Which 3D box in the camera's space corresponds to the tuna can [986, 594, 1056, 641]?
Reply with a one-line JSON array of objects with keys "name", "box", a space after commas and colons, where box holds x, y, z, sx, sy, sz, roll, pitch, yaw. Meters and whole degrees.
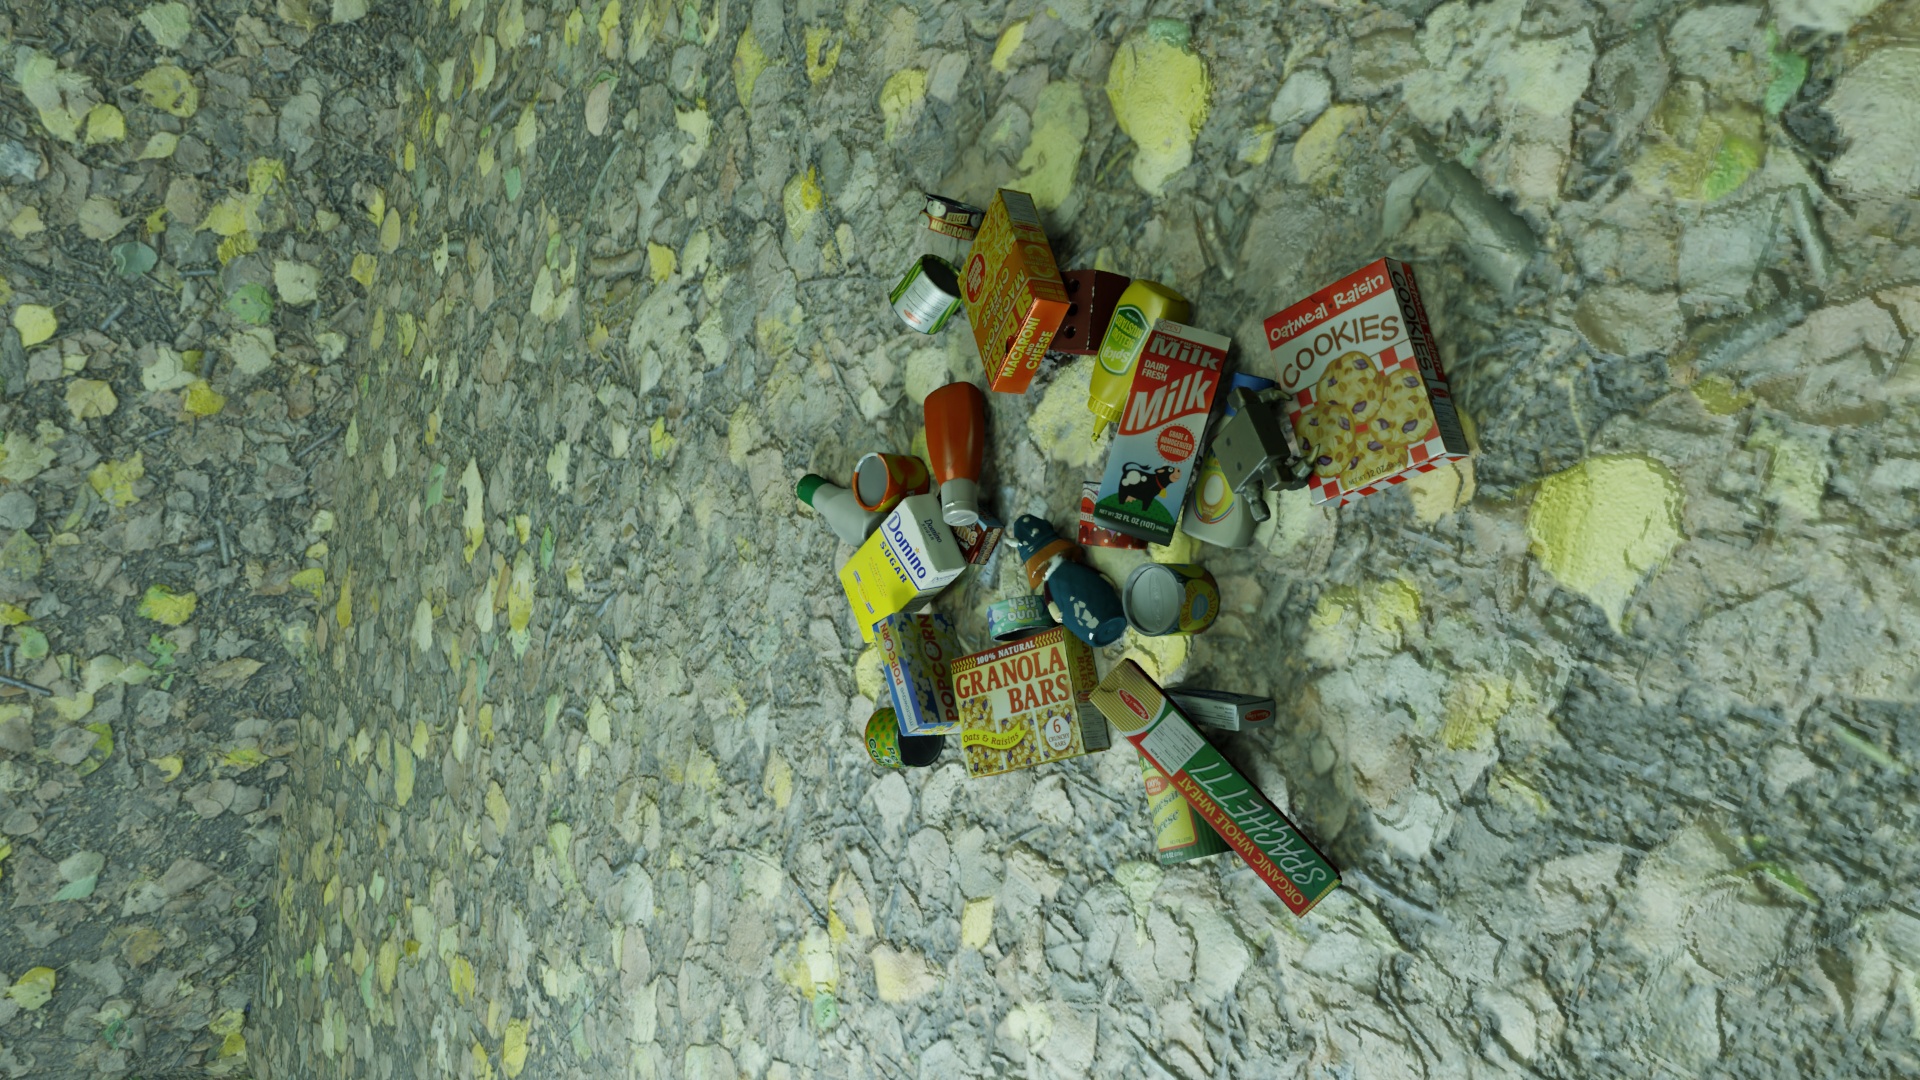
[{"name": "tuna can", "box": [0.060, 0.076, 1.365, 0.071, 0.071, 0.033, -23, 71, 44]}]

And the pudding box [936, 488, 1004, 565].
[{"name": "pudding box", "box": [0.005, -0.018, 1.458, 0.084, 0.030, 0.049, 47, 120, 37]}]

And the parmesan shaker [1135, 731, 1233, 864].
[{"name": "parmesan shaker", "box": [0.198, 0.224, 1.210, 0.071, 0.071, 0.103, -27, 69, 43]}]

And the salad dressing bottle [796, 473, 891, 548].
[{"name": "salad dressing bottle", "box": [-0.136, -0.038, 1.602, 0.148, 0.044, 0.064, 30, 115, 45]}]

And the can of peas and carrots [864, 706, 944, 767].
[{"name": "can of peas and carrots", "box": [-0.061, 0.212, 1.487, 0.058, 0.071, 0.071, -11, 80, 47]}]

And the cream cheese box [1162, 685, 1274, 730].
[{"name": "cream cheese box", "box": [0.215, 0.145, 1.207, 0.103, 0.053, 0.024, 3, 92, 47]}]

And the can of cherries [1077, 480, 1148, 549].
[{"name": "can of cherries", "box": [0.141, -0.023, 1.283, 0.071, 0.071, 0.058, 10, 96, 47]}]

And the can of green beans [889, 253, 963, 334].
[{"name": "can of green beans", "box": [-0.033, -0.264, 1.488, 0.057, 0.071, 0.071, -46, 57, 35]}]

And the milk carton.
[{"name": "milk carton", "box": [0.176, -0.097, 1.214, 0.072, 0.073, 0.190, 17, 85, 9]}]

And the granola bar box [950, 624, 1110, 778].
[{"name": "granola bar box", "box": [0.065, 0.162, 1.377, 0.165, 0.039, 0.124, -22, 71, 44]}]

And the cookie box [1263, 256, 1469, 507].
[{"name": "cookie box", "box": [0.322, -0.126, 1.118, 0.122, 0.040, 0.168, -26, 69, 44]}]

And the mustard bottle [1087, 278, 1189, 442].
[{"name": "mustard bottle", "box": [0.156, -0.161, 1.292, 0.065, 0.049, 0.159, 42, 117, 41]}]

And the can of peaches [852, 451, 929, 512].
[{"name": "can of peaches", "box": [-0.076, -0.062, 1.528, 0.071, 0.058, 0.071, -4, 84, 47]}]

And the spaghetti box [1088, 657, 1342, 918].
[{"name": "spaghetti box", "box": [0.211, 0.204, 1.160, 0.050, 0.028, 0.250, -47, 74, 9]}]

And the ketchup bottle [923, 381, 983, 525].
[{"name": "ketchup bottle", "box": [-0.005, -0.089, 1.440, 0.064, 0.043, 0.149, -21, 60, 32]}]

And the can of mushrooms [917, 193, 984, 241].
[{"name": "can of mushrooms", "box": [-0.010, -0.341, 1.466, 0.071, 0.071, 0.033, 34, 113, 42]}]

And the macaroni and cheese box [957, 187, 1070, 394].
[{"name": "macaroni and cheese box", "box": [0.049, -0.246, 1.371, 0.123, 0.040, 0.167, 118, 148, -44]}]

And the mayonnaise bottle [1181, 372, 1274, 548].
[{"name": "mayonnaise bottle", "box": [0.237, -0.070, 1.205, 0.065, 0.041, 0.147, 22, 103, 44]}]

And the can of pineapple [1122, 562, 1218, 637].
[{"name": "can of pineapple", "box": [0.189, 0.053, 1.237, 0.071, 0.058, 0.071, -3, 86, 47]}]

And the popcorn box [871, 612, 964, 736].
[{"name": "popcorn box", "box": [-0.035, 0.139, 1.452, 0.038, 0.085, 0.127, -36, 62, 39]}]
